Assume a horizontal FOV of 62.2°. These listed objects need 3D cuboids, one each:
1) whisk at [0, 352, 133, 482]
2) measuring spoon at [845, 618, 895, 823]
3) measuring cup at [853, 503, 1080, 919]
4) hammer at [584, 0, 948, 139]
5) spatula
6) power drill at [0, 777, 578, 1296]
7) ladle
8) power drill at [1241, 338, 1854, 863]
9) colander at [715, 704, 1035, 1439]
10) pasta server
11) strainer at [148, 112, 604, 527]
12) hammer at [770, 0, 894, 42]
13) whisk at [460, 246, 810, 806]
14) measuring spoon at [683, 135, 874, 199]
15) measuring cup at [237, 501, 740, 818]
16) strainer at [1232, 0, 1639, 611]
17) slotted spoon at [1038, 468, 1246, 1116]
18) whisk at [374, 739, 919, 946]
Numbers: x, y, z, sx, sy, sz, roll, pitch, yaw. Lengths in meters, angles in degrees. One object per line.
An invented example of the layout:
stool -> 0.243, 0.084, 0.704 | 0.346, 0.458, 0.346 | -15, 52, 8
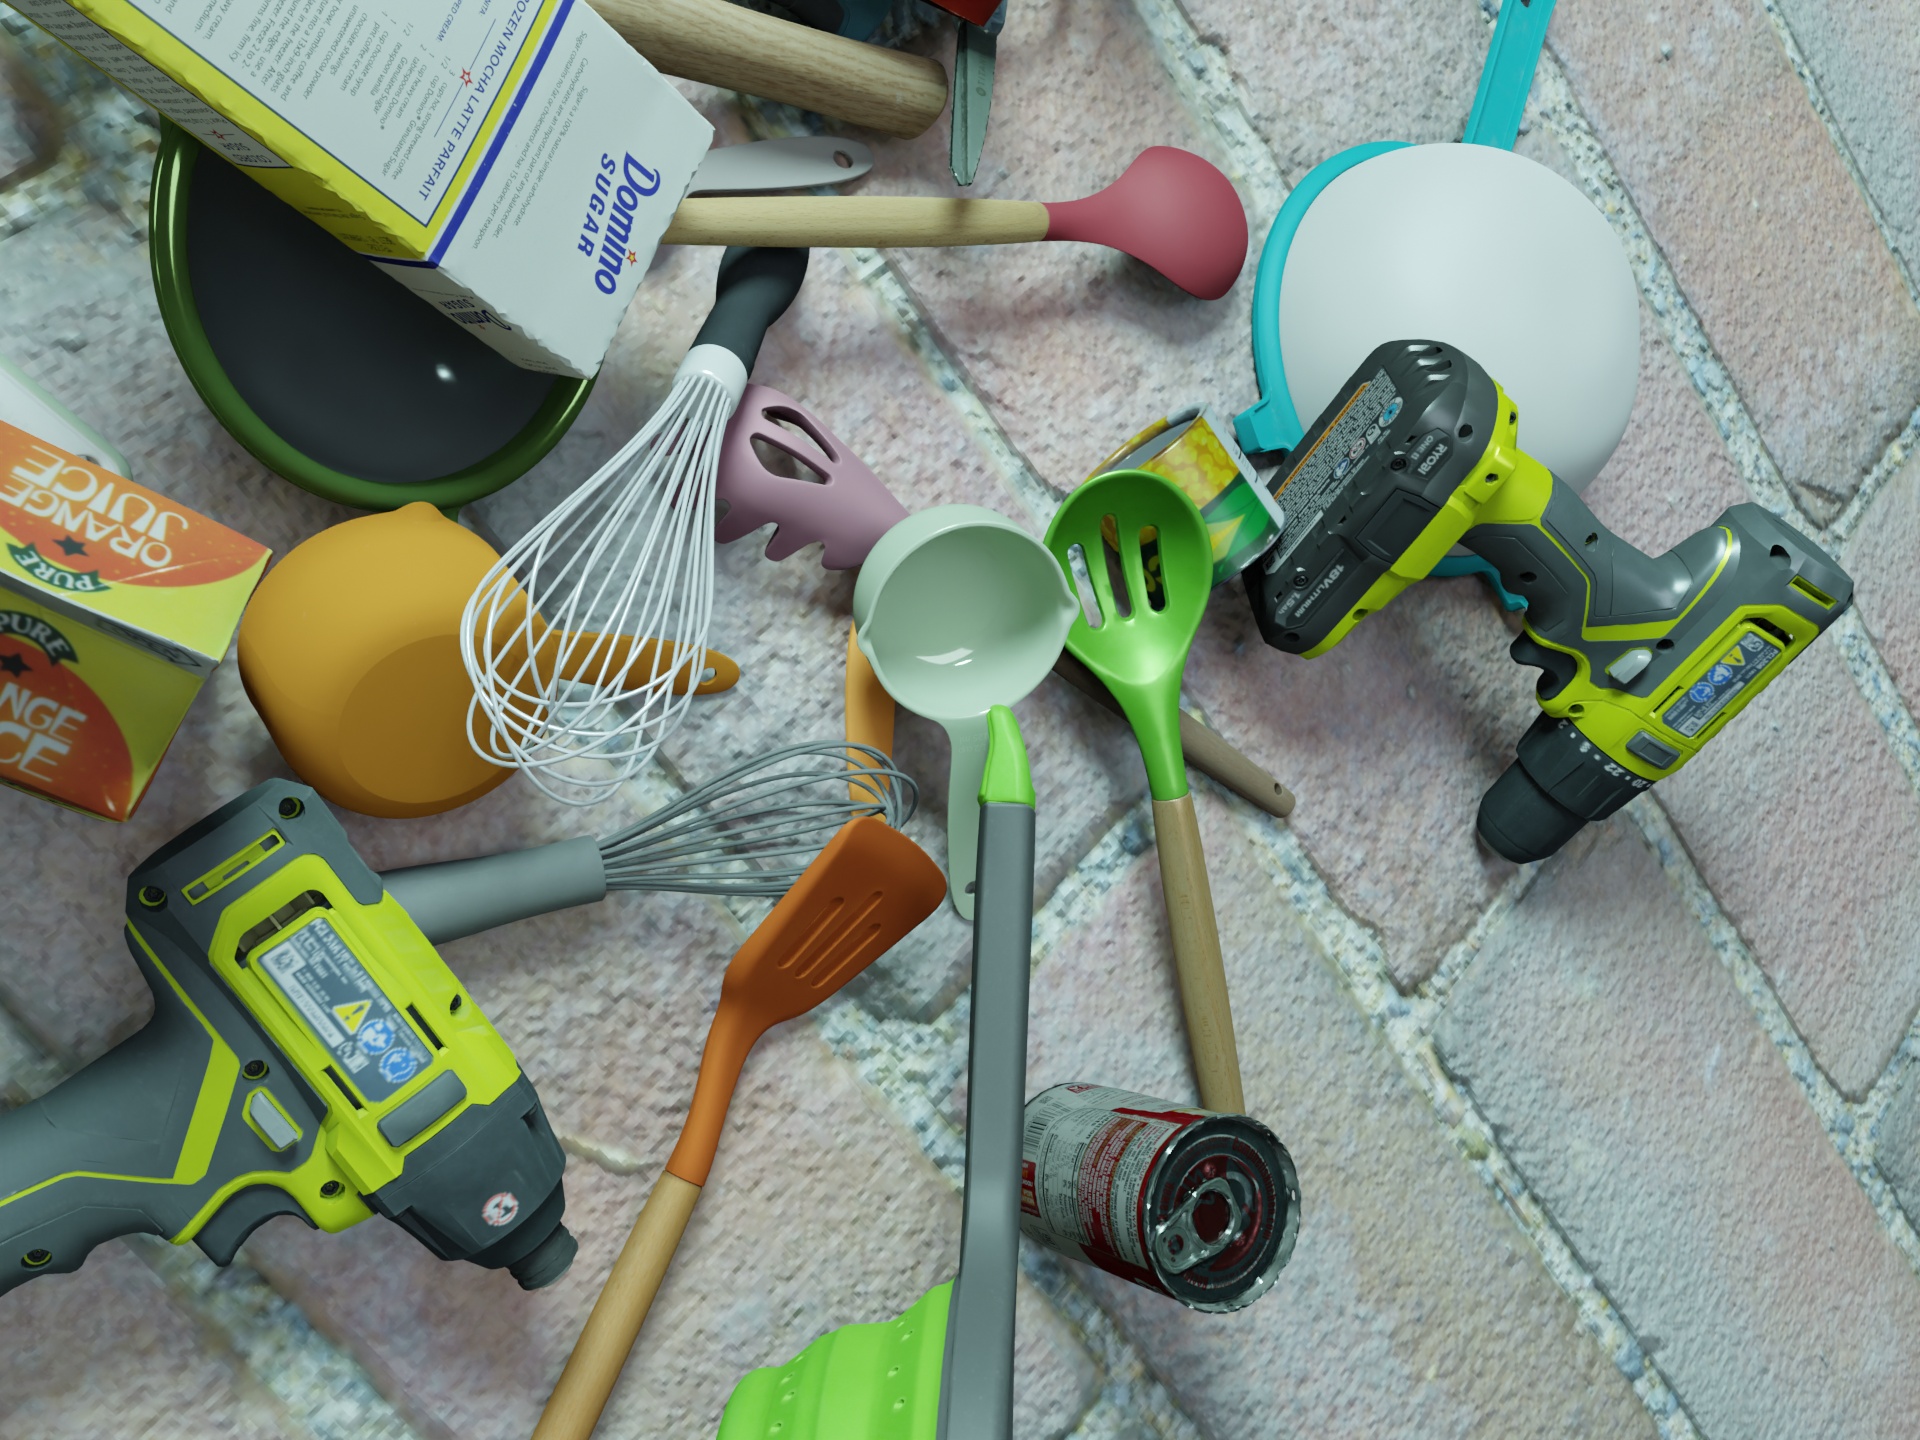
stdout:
whisk -> -0.312, -0.135, 0.401 | 0.058, 0.059, 0.246 | -52, 134, -14
measuring spoon -> -0.033, 0.010, 0.604 | 0.021, 0.011, 0.117 | 4, 82, -29
measuring cup -> -0.001, -0.002, 0.597 | 0.083, 0.038, 0.167 | -10, 120, -15
hammer -> -0.142, -0.237, 0.520 | 0.331, 0.130, 0.031 | -2, 81, -40
spatula -> -0.098, 0.181, 0.535 | 0.323, 0.041, 0.081 | -65, 149, -15
power drill -> -0.228, 0.147, 0.434 | 0.223, 0.080, 0.171 | -38, 107, -21
ladle -> 0.009, -0.192, 0.608 | 0.315, 0.031, 0.069 | -14, 87, -37
power drill -> 0.237, -0.042, 0.689 | 0.228, 0.190, 0.080 | 27, 30, -18
colander -> -0.028, 0.190, 0.527 | 0.094, 0.204, 0.397 | 2, 78, 3
pasta server -> 0.021, -0.036, 0.631 | 0.316, 0.040, 0.060 | 32, 62, -28
strainer -> -0.212, -0.167, 0.454 | 0.256, 0.069, 0.151 | 43, 69, -47
hammer -> -0.160, -0.295, 0.523 | 0.330, 0.033, 0.128 | 8, 86, -37
whisk -> -0.089, -0.087, 0.508 | 0.070, 0.070, 0.285 | 35, 43, -22
measuring spoon -> -0.084, -0.203, 0.596 | 0.124, 0.018, 0.034 | -21, 85, -36
measuring cup -> -0.135, -0.010, 0.511 | 0.173, 0.052, 0.095 | 5, 118, -40
strainer -> 0.263, -0.235, 0.744 | 0.210, 0.095, 0.340 | 25, 76, -25
slotted spoon -> 0.086, 0.054, 0.637 | 0.070, 0.031, 0.313 | -14, 103, -8
whisk -> -0.123, 0.049, 0.532 | 0.239, 0.055, 0.055 | -12, 91, -25
